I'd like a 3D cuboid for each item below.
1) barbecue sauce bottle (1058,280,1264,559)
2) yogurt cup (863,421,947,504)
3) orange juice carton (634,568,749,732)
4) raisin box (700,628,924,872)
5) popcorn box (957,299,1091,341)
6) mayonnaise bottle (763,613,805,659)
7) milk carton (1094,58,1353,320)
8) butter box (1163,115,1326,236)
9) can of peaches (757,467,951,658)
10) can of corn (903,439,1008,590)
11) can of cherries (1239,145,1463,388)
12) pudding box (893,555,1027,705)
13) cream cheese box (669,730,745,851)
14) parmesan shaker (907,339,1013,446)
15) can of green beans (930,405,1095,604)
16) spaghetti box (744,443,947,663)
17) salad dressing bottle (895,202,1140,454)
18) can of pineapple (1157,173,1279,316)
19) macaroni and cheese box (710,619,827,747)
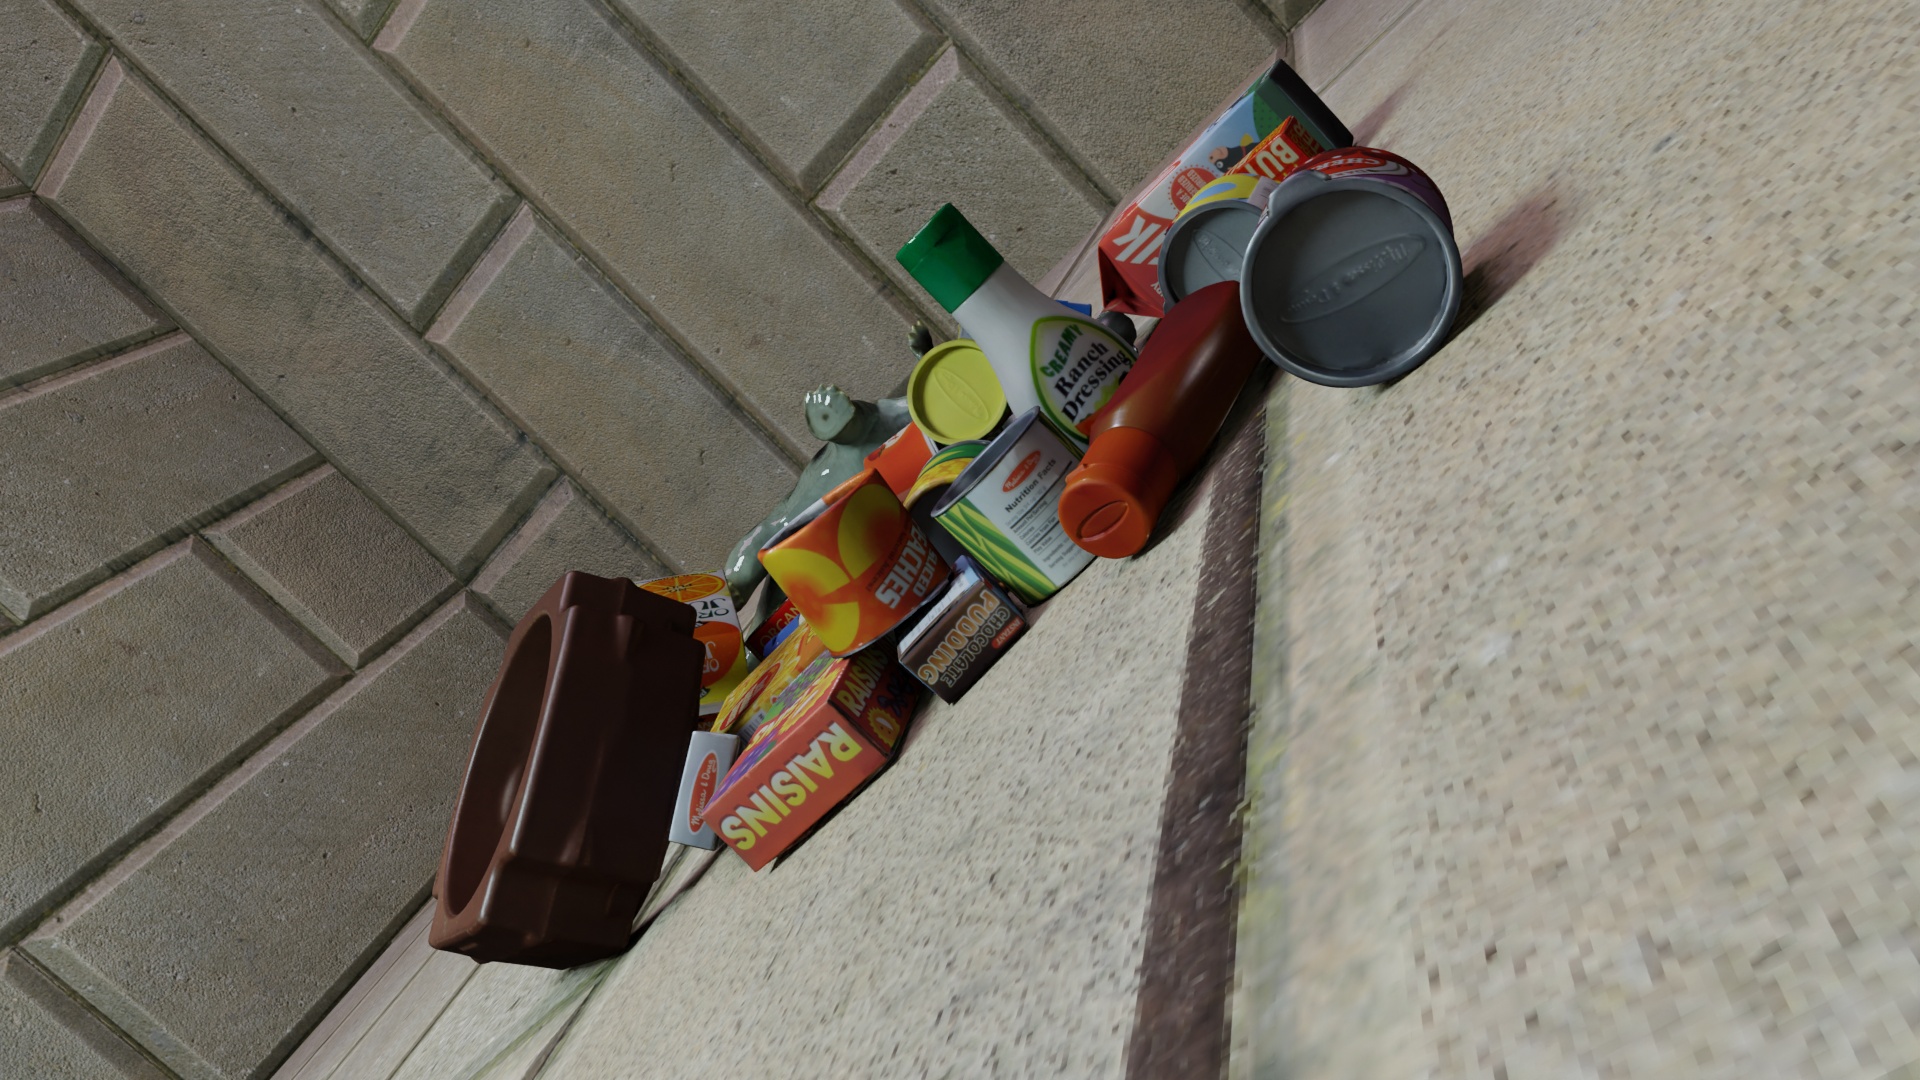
[{"bbox_3d":[0.082,-0.050,0.564,0.064,0.043,0.149,-39,11,43],"label":"barbecue sauce bottle"},{"bbox_3d":[-0.028,-0.045,0.929,0.054,0.072,0.072,-30,11,12],"label":"yogurt cup"},{"bbox_3d":[-0.186,0.084,0.957,0.072,0.072,0.193,-9,17,-12],"label":"orange juice carton"},{"bbox_3d":[-0.060,0.084,0.634,0.086,0.040,0.124,-42,7,19],"label":"raisin box"},{"bbox_3d":[0.044,-0.133,0.948,0.126,0.085,0.038,55,-138,-85],"label":"popcorn box"},{"bbox_3d":[-0.070,0.039,0.908,0.147,0.041,0.065,-42,17,23],"label":"mayonnaise bottle"},{"bbox_3d":[0.158,-0.214,0.907,0.189,0.073,0.073,-41,9,32],"label":"milk carton"},{"bbox_3d":[0.170,-0.192,0.799,0.103,0.053,0.024,-37,13,50],"label":"butter box"},{"bbox_3d":[-0.045,0.009,0.611,0.071,0.058,0.071,-35,9,7],"label":"can of peaches"},{"bbox_3d":[0.002,-0.009,0.678,0.071,0.071,0.058,-43,8,20],"label":"can of corn"},{"bbox_3d":[0.126,-0.092,0.449,0.071,0.071,0.059,-41,8,29],"label":"can of cherries"},{"bbox_3d":[-0.001,0.037,0.604,0.049,0.030,0.084,-46,7,1],"label":"pudding box"},{"bbox_3d":[-0.124,0.123,0.686,0.103,0.024,0.053,126,156,-77],"label":"cream cheese box"},{"bbox_3d":[0.016,-0.088,0.901,0.071,0.071,0.103,-44,-17,9],"label":"parmesan shaker"},{"bbox_3d":[0.030,-0.015,0.597,0.071,0.058,0.071,-45,8,8],"label":"can of green beans"},{"bbox_3d":[-0.049,-0.001,0.978,0.250,0.050,0.029,-46,5,0],"label":"spaghetti box"},{"bbox_3d":[0.034,-0.092,0.650,0.064,0.147,0.044,-48,8,-16],"label":"salad dressing bottle"},{"bbox_3d":[0.132,-0.139,0.675,0.070,0.071,0.058,-41,8,32],"label":"can of pineapple"},{"bbox_3d":[-0.075,0.066,0.801,0.166,0.040,0.124,-45,9,8],"label":"macaroni and cheese box"}]
